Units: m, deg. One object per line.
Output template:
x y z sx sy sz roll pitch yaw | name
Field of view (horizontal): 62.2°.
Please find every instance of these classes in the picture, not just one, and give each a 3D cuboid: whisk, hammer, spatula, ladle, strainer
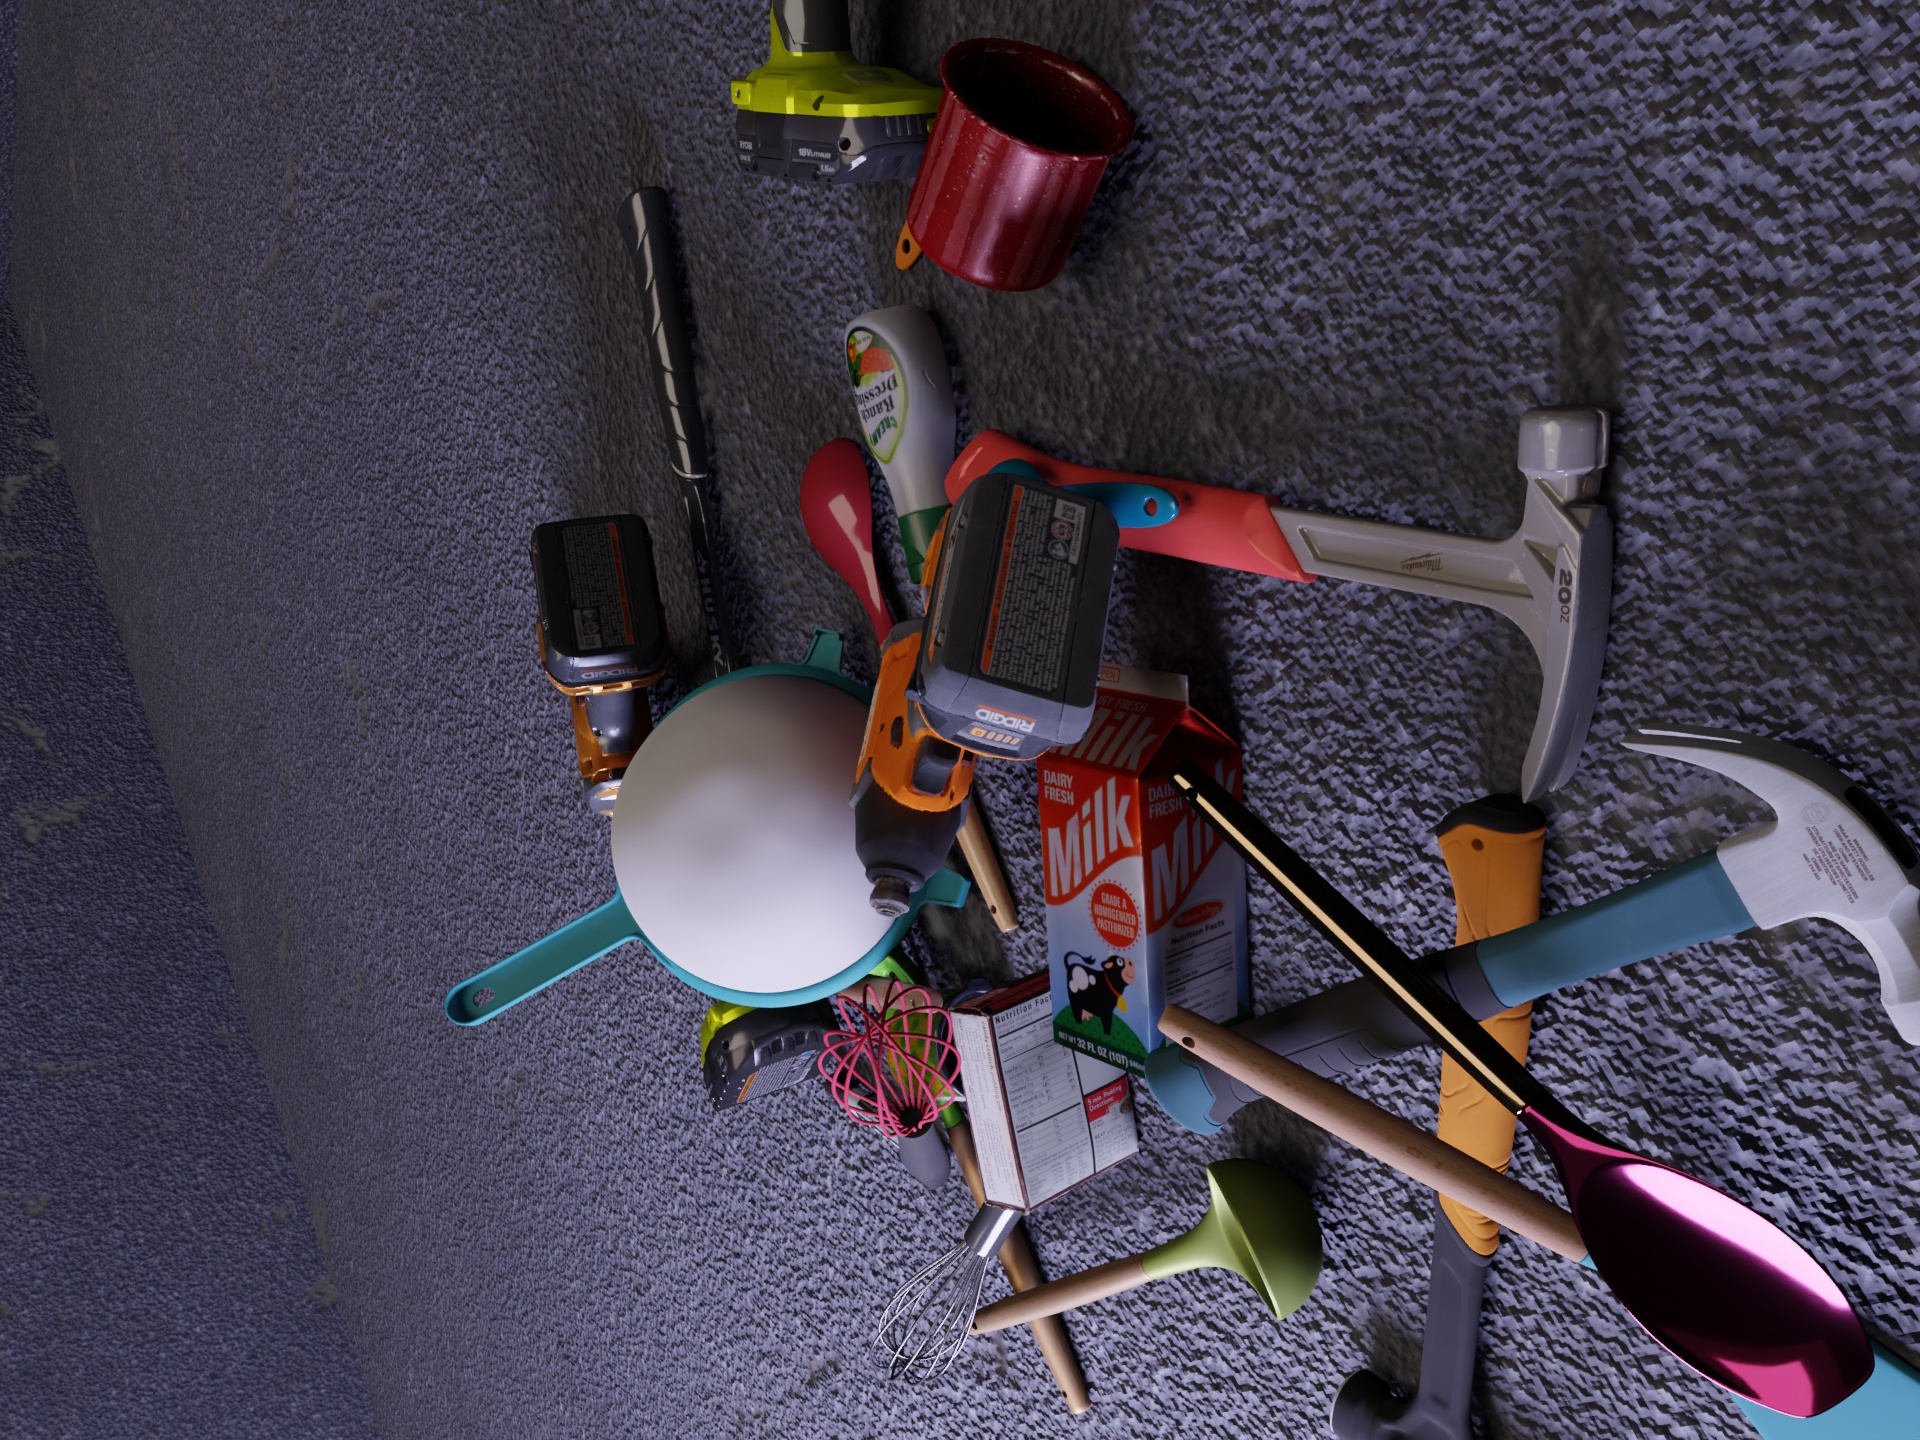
0.010 0.307 0.940 0.055 0.055 0.239 44 116 35 | whisk
0.223 0.195 0.675 0.127 0.034 0.336 19 116 49 | hammer
-0.080 0.166 1.023 0.316 0.018 0.060 -10 93 66 | spatula
-0.028 0.211 0.870 0.073 0.073 0.295 54 166 27 | whisk
0.079 0.305 0.861 0.320 0.062 0.078 -41 68 47 | ladle
-0.179 0.093 0.942 0.340 0.095 0.211 -29 75 6 | strainer
-0.179 -0.153 1.082 0.149 0.036 0.409 -2 100 51 | hammer
0.119 -0.078 0.720 0.359 0.036 0.149 19 115 48 | hammer
0.199 0.104 0.621 0.331 0.033 0.128 -33 78 42 | hammer
-0.031 -0.023 0.941 0.069 0.031 0.315 -33 76 50 | ladle
0.217 0.197 0.616 0.317 0.044 0.082 27 128 11 | spatula

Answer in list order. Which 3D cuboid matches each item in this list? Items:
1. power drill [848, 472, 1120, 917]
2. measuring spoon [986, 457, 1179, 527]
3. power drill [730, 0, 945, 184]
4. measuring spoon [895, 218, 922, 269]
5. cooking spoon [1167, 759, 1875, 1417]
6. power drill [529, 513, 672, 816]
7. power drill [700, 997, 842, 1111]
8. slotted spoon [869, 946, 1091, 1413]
-0.001 -0.002 0.780 0.226 0.084 0.164 127 156 -63 | power drill
0.050 -0.102 0.751 0.129 0.021 0.042 11 110 49 | measuring spoon
-0.059 -0.386 0.783 0.171 0.080 0.223 29 128 48 | power drill
-0.014 -0.287 0.844 0.021 0.011 0.116 57 139 23 | measuring spoon
0.194 0.124 0.596 0.319 0.017 0.068 45 126 22 | cooking spoon
-0.254 -0.058 1.128 0.226 0.084 0.185 106 153 -61 | power drill
-0.164 0.137 1.071 0.229 0.080 0.190 66 156 20 | power drill
0.008 0.274 0.983 0.314 0.031 0.070 65 150 11 | slotted spoon
